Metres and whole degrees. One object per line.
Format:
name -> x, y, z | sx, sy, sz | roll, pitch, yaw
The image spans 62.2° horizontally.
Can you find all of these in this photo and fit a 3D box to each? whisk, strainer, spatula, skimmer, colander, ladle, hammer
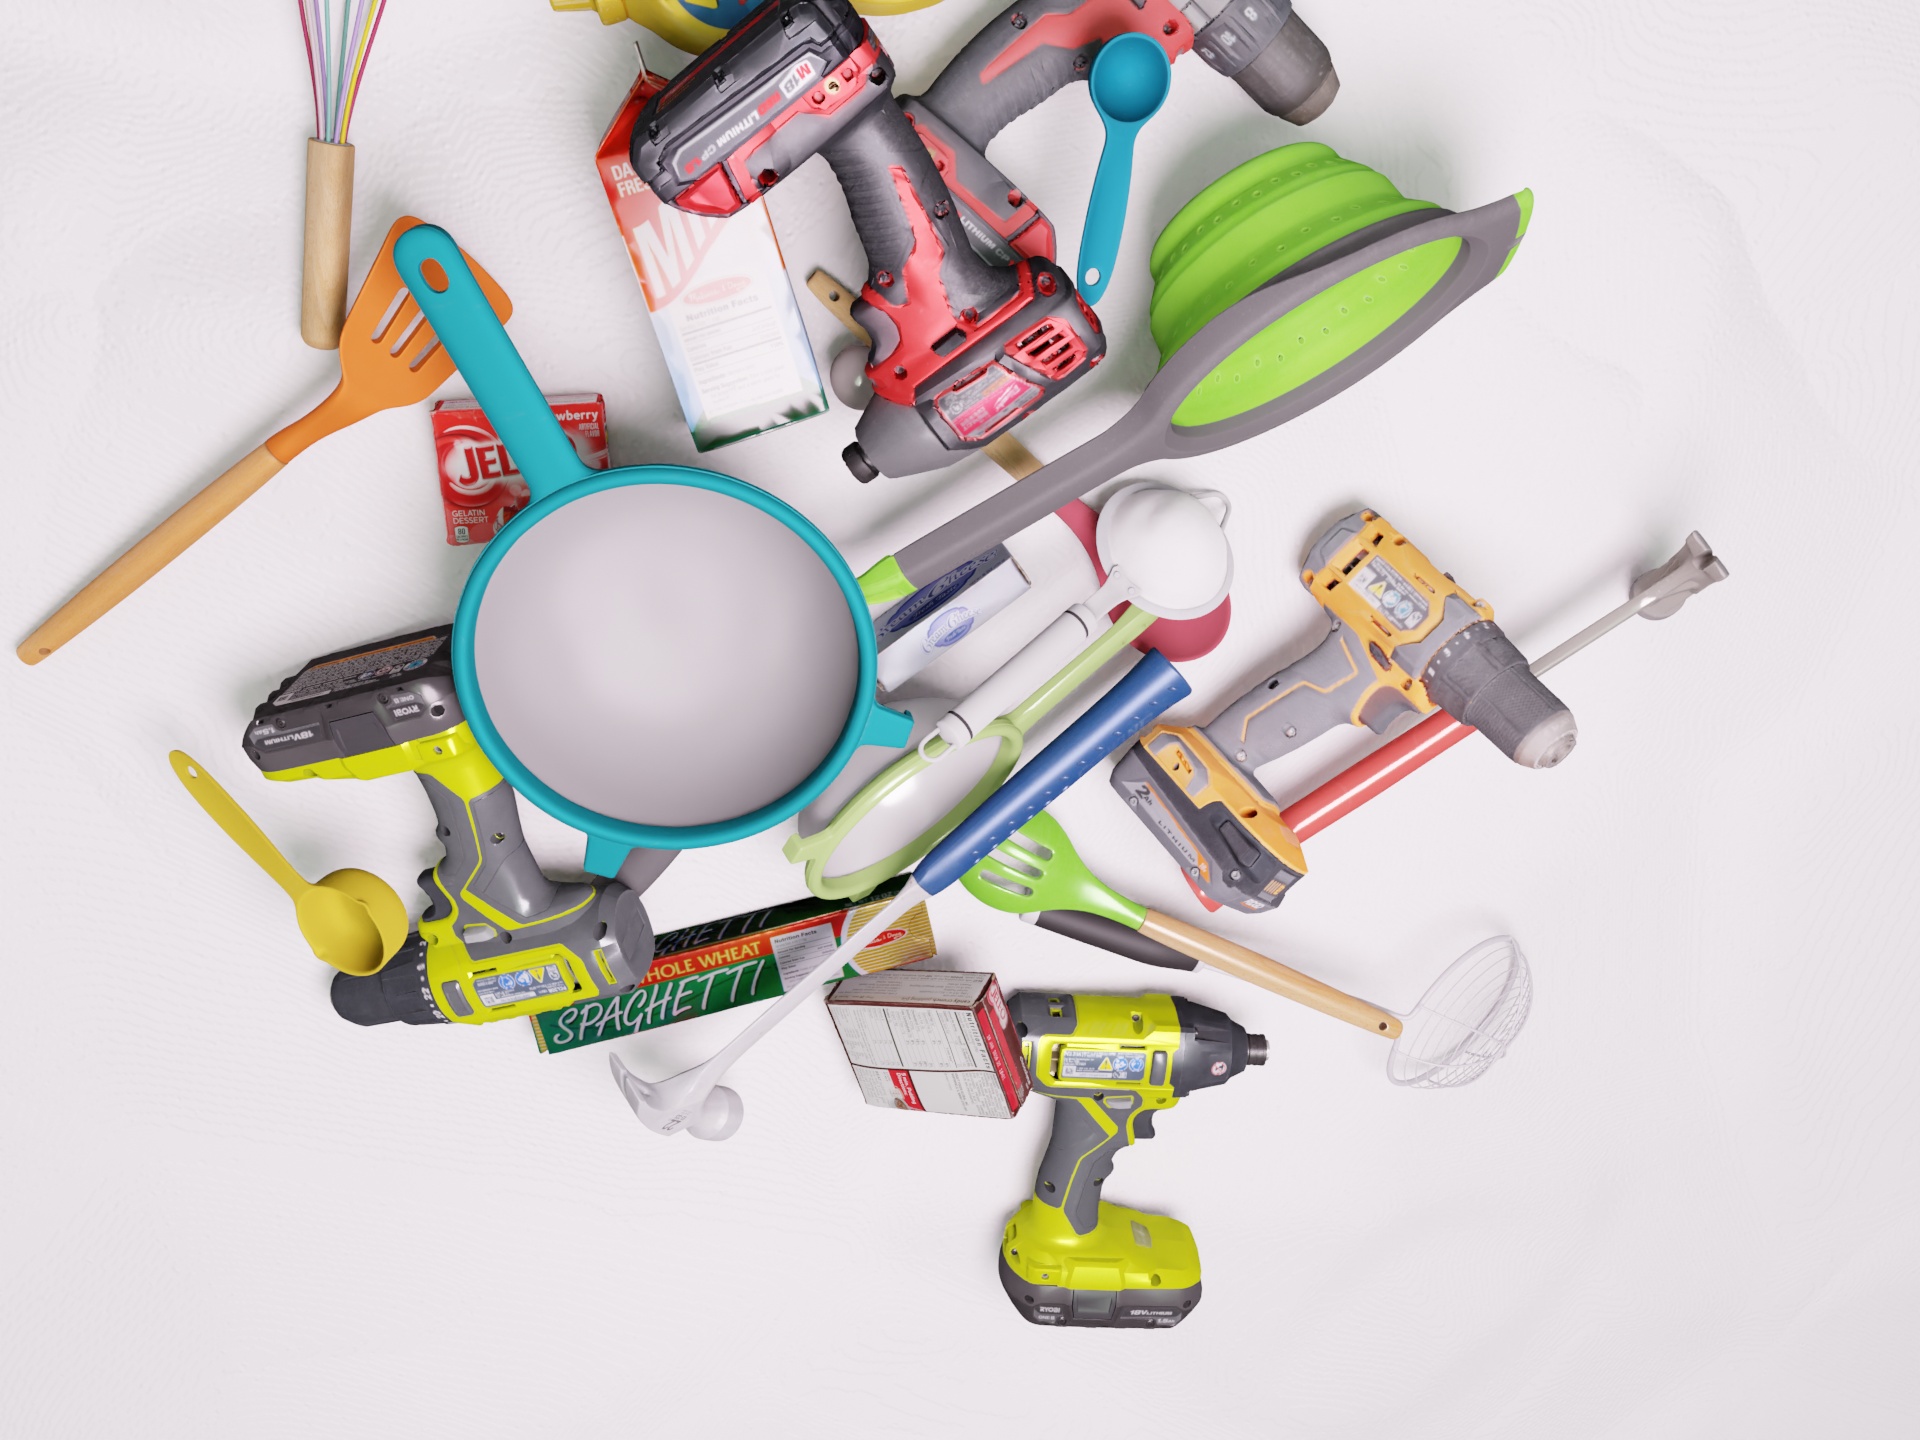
whisk -> -0.149, 0.041, 0.930 | 0.055, 0.055, 0.239 | 39, 105, -23
strainer -> 0.072, -0.059, 0.869 | 0.258, 0.050, 0.087 | -41, 87, -21
spatula -> -0.369, -0.129, 0.817 | 0.322, 0.041, 0.081 | -34, 146, 11
whisk -> -0.296, -0.298, 0.759 | 0.047, 0.051, 0.244 | 4, 114, -19
skimmer -> 0.212, 0.159, 1.056 | 0.363, 0.090, 0.127 | 18, 114, -7
colander -> 0.095, -0.190, 0.836 | 0.397, 0.204, 0.094 | -29, 80, 7
strainer -> -0.001, -0.003, 0.914 | 0.256, 0.151, 0.069 | -40, 72, -1
strainer -> -0.177, -0.096, 0.808 | 0.211, 0.095, 0.340 | -24, 115, 6
ladle -> 0.035, -0.142, 0.898 | 0.315, 0.031, 0.069 | 39, 90, -21
hammer -> -0.031, 0.102, 0.920 | 0.405, 0.035, 0.144 | -41, 154, 2
hammer -> 0.292, 0.007, 0.967 | 0.359, 0.149, 0.037 | -34, 79, 10

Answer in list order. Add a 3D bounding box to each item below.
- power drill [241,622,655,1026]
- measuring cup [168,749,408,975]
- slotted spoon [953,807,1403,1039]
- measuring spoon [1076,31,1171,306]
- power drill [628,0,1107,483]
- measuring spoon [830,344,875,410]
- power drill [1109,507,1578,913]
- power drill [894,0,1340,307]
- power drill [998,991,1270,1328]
power drill -> -0.298, 0.074, 0.888 | 0.190, 0.080, 0.228 | -13, 116, 11
measuring cup -> -0.354, 0.069, 0.842 | 0.156, 0.029, 0.062 | 47, 125, -4
slotted spoon -> 0.137, 0.132, 0.990 | 0.313, 0.031, 0.070 | 24, 98, -6
measuring spoon -> 0.071, -0.269, 0.779 | 0.042, 0.021, 0.128 | -1, 117, -22
power drill -> -0.045, -0.215, 0.742 | 0.143, 0.079, 0.219 | -33, 121, 16
measuring spoon -> -0.012, -0.199, 0.852 | 0.124, 0.018, 0.034 | -24, 101, -18
power drill -> 0.220, 0.013, 0.918 | 0.226, 0.186, 0.084 | -46, 148, 11
power drill -> 0.069, -0.312, 0.809 | 0.187, 0.080, 0.226 | 36, 98, -22
power drill -> 0.109, 0.288, 1.056 | 0.171, 0.080, 0.223 | 3, 110, -3
